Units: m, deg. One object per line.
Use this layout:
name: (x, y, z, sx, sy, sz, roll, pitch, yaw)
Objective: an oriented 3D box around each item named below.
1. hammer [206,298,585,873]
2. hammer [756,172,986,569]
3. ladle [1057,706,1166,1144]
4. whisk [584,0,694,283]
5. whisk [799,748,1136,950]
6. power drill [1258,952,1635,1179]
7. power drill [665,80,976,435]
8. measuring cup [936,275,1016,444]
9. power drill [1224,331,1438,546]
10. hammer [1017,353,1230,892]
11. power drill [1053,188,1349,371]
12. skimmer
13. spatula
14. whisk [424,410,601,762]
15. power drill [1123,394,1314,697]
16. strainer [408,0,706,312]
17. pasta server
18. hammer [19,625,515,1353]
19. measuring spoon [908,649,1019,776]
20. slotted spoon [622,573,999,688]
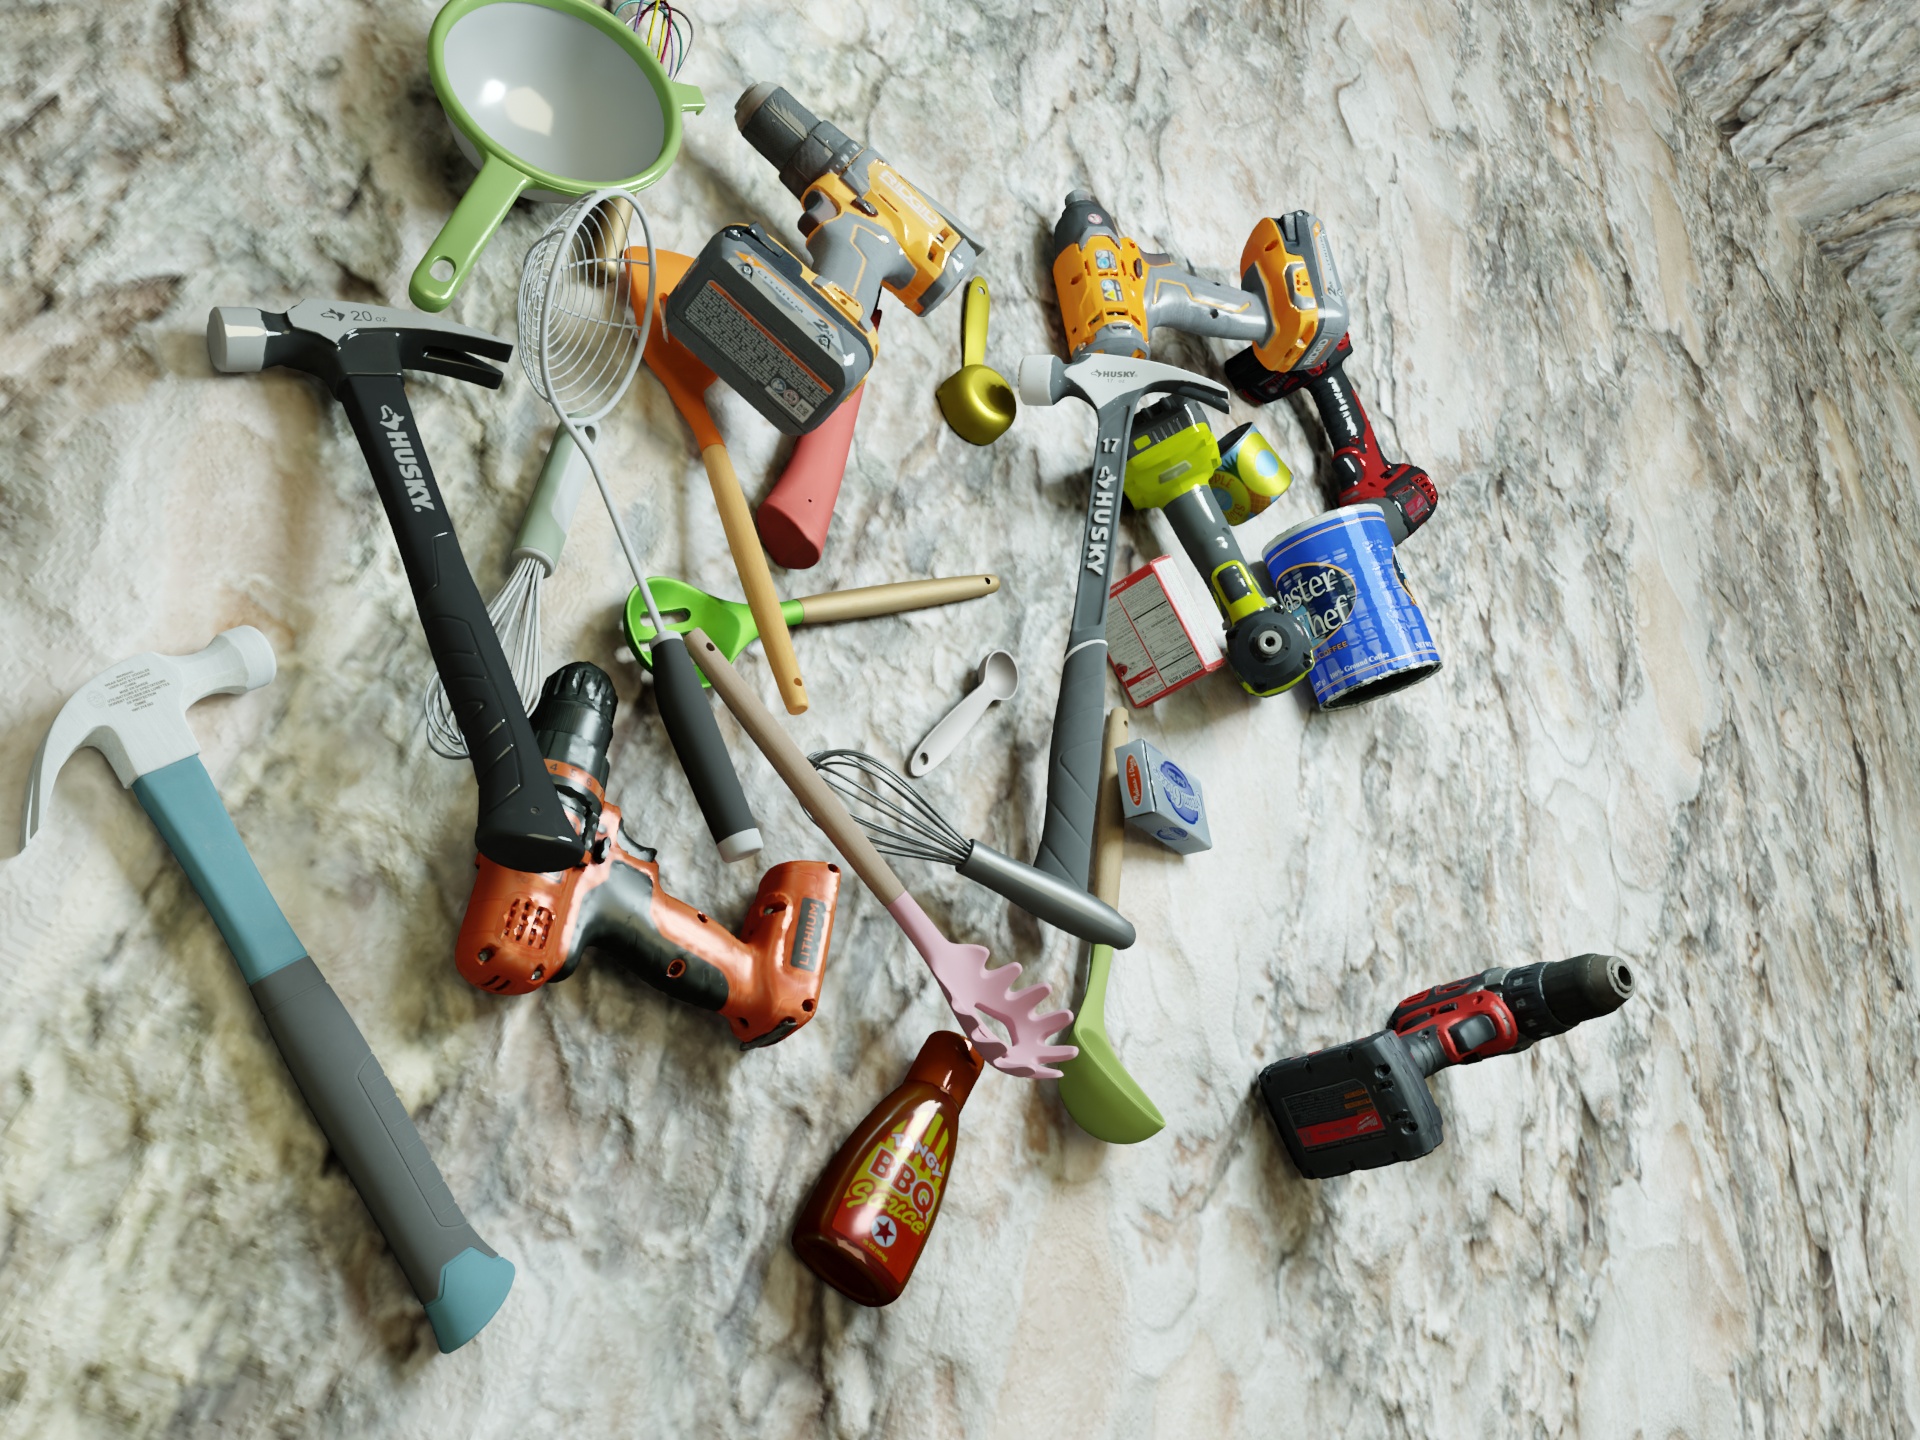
hammer: (-0.249, -0.074, 0.773, 0.146, 0.035, 0.335, -9, 61, -37)
hammer: (-0.069, -0.244, 1.077, 0.149, 0.036, 0.359, 29, 51, -27)
ladle: (0.104, 0.119, 1.026, 0.078, 0.062, 0.320, 45, 40, -39)
whisk: (-0.211, -0.381, 1.021, 0.051, 0.047, 0.245, 23, 58, -32)
whisk: (0.005, 0.079, 0.941, 0.238, 0.055, 0.055, 28, 51, -15)
power drill: (0.335, 0.223, 1.083, 0.226, 0.188, 0.080, -16, 79, -41)
power drill: (-0.100, -0.302, 1.004, 0.185, 0.084, 0.226, 41, 44, -12)
measuring cup: (0.018, -0.274, 1.171, 0.062, 0.029, 0.157, 22, 57, -31)
power drill: (0.333, -0.249, 1.407, 0.143, 0.078, 0.219, -36, 96, -45)
hammer: (0.090, -0.062, 1.055, 0.036, 0.149, 0.409, 58, 38, -66)
power drill: (0.185, -0.358, 1.286, 0.226, 0.084, 0.164, -5, 70, -15)
skimmer: (-0.151, -0.107, 0.842, 0.127, 0.090, 0.363, 54, 13, -77)
spatula: (-0.136, -0.147, 0.943, 0.081, 0.041, 0.323, 4, 55, -41)
whisk: (-0.229, -0.078, 0.843, 0.057, 0.059, 0.247, 61, 28, -47)
power drill: (0.188, -0.124, 1.168, 0.223, 0.080, 0.171, 63, 9, 7)
strainer: (-0.262, -0.317, 0.926, 0.151, 0.069, 0.257, 29, 57, -18)
pasta server: (-0.048, 0.074, 0.878, 0.316, 0.040, 0.060, 52, 37, -3)
hammer: (-0.289, 0.120, 0.695, 0.128, 0.033, 0.331, -29, 89, -46)
measuring spoon: (-0.002, -0.003, 1.028, 0.124, 0.018, 0.034, -47, 119, -38)
slotted spoon: (-0.082, -0.068, 0.981, 0.313, 0.031, 0.070, -14, 78, -46)
